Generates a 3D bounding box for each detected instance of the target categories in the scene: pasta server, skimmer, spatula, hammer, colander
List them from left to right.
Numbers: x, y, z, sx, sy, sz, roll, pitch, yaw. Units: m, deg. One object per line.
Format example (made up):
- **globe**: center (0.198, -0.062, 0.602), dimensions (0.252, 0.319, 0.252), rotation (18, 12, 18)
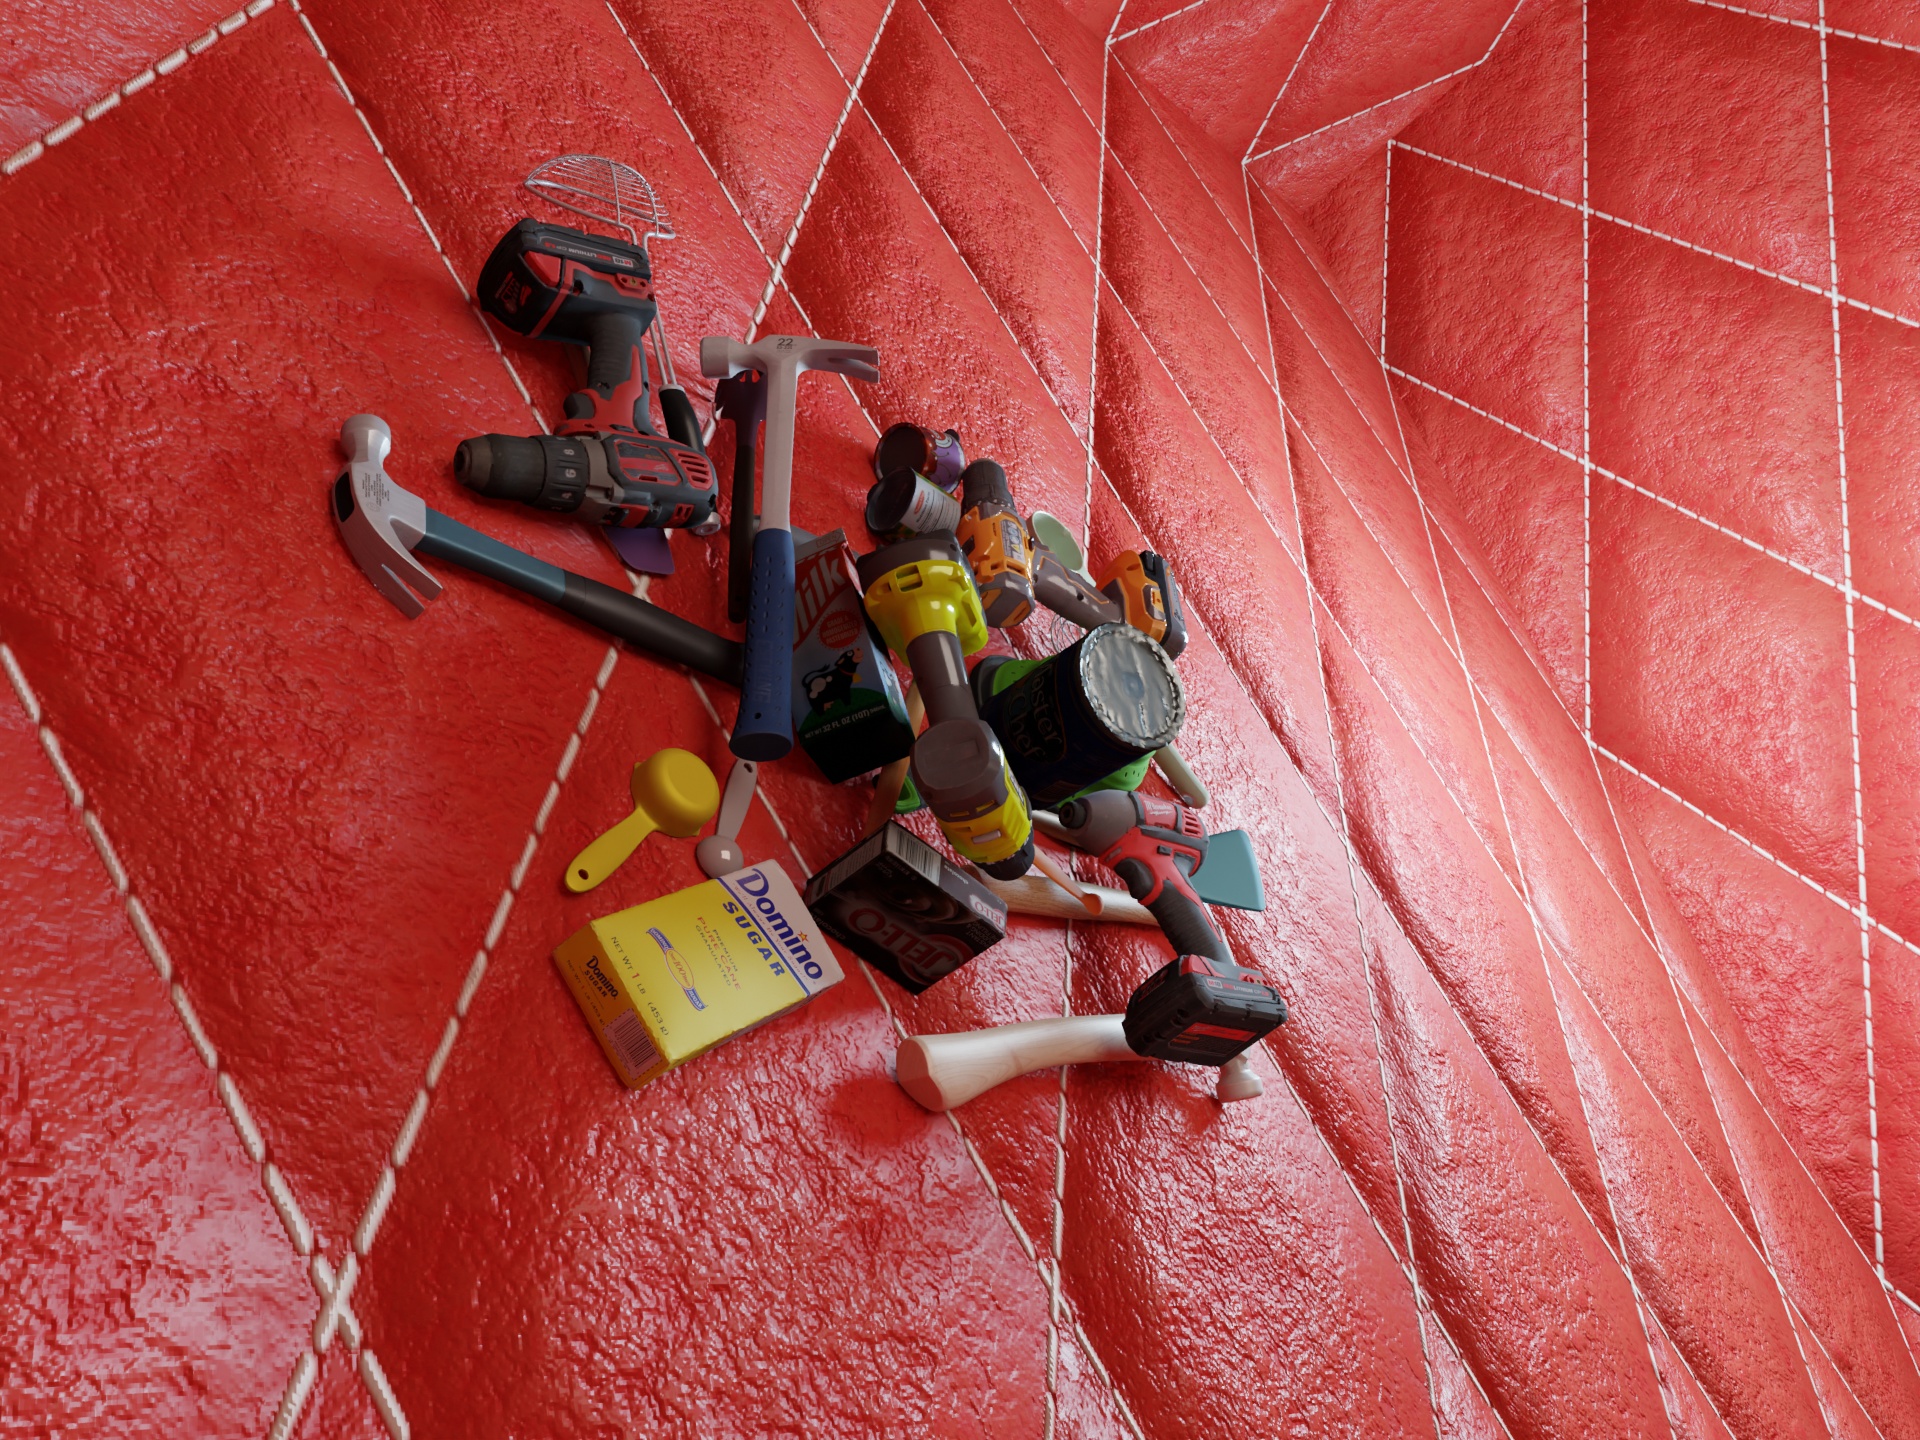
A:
- **hammer**: center (-0.256, -0.085, 1.055), dimensions (0.330, 0.033, 0.128), rotation (25, 39, -40)
- **spatula**: center (-0.279, -0.243, 1.204), dimensions (0.059, 0.018, 0.316), rotation (6, 54, -48)
- **skimmer**: center (-0.262, -0.304, 1.282), dimensions (0.127, 0.090, 0.363), rotation (0, 69, -47)
- **pasta server**: center (-0.171, -0.189, 1.258), dimensions (0.060, 0.040, 0.317), rotation (0, 49, -5)
- **hammer**: center (-0.131, -0.145, 1.170), dimensions (0.144, 0.035, 0.406), rotation (-1, 53, -1)
- **colander**: center (0.066, 0.016, 1.339), dimensions (0.397, 0.094, 0.204), rotation (-12, 69, -58)
- **hammer**: center (0.099, 0.230, 1.196), dimensions (0.410, 0.038, 0.146), rotation (7, 66, -49)
- **hammer**: center (0.111, 0.149, 1.325), dimensions (0.331, 0.031, 0.130), rotation (14, 48, -48)
- **spatula**: center (0.143, 0.102, 1.342), dimensions (0.317, 0.044, 0.082), rotation (21, 50, -41)

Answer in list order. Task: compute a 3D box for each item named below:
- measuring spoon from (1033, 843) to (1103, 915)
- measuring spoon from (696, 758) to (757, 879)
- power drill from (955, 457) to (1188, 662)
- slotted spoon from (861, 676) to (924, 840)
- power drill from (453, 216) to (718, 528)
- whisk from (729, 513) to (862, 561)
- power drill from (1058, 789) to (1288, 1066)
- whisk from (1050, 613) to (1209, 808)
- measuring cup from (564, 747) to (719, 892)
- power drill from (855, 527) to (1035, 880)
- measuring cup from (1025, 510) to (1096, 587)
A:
- **measuring spoon**: center (0.073, 0.114, 1.264), dimensions (0.117, 0.011, 0.021), rotation (41, 30, -13)
- **measuring spoon**: center (-0.149, 0.060, 1.067), dimensions (0.034, 0.018, 0.124), rotation (39, 32, -22)
- **power drill**: center (0.093, -0.143, 1.478), dimensions (0.226, 0.084, 0.186), rotation (20, 44, -28)
- **slotted spoon**: center (-0.035, -0.007, 1.233), dimensions (0.070, 0.031, 0.314), rotation (24, 42, -7)
- **power drill**: center (-0.281, -0.240, 1.129), dimensions (0.187, 0.080, 0.227), rotation (1, 63, -42)
- **whisk**: center (-0.093, -0.133, 1.326), dimensions (0.238, 0.055, 0.055), rotation (16, 46, -41)
- **power drill**: center (0.155, 0.149, 1.232), dimensions (0.143, 0.078, 0.220), rotation (17, 41, -38)
- **whisk**: center (0.170, -0.011, 1.566), dimensions (0.059, 0.058, 0.246), rotation (-42, 101, -26)
- **measuring cup**: center (-0.196, 0.063, 0.984), dimensions (0.062, 0.029, 0.156), rotation (50, 27, -6)
- **power drill**: center (-0.002, -0.004, 1.146), dimensions (0.190, 0.080, 0.229), rotation (62, 11, -60)
- **measuring cup**: center (0.115, -0.138, 1.631), dimensions (0.167, 0.038, 0.083), rotation (52, 30, -6)
